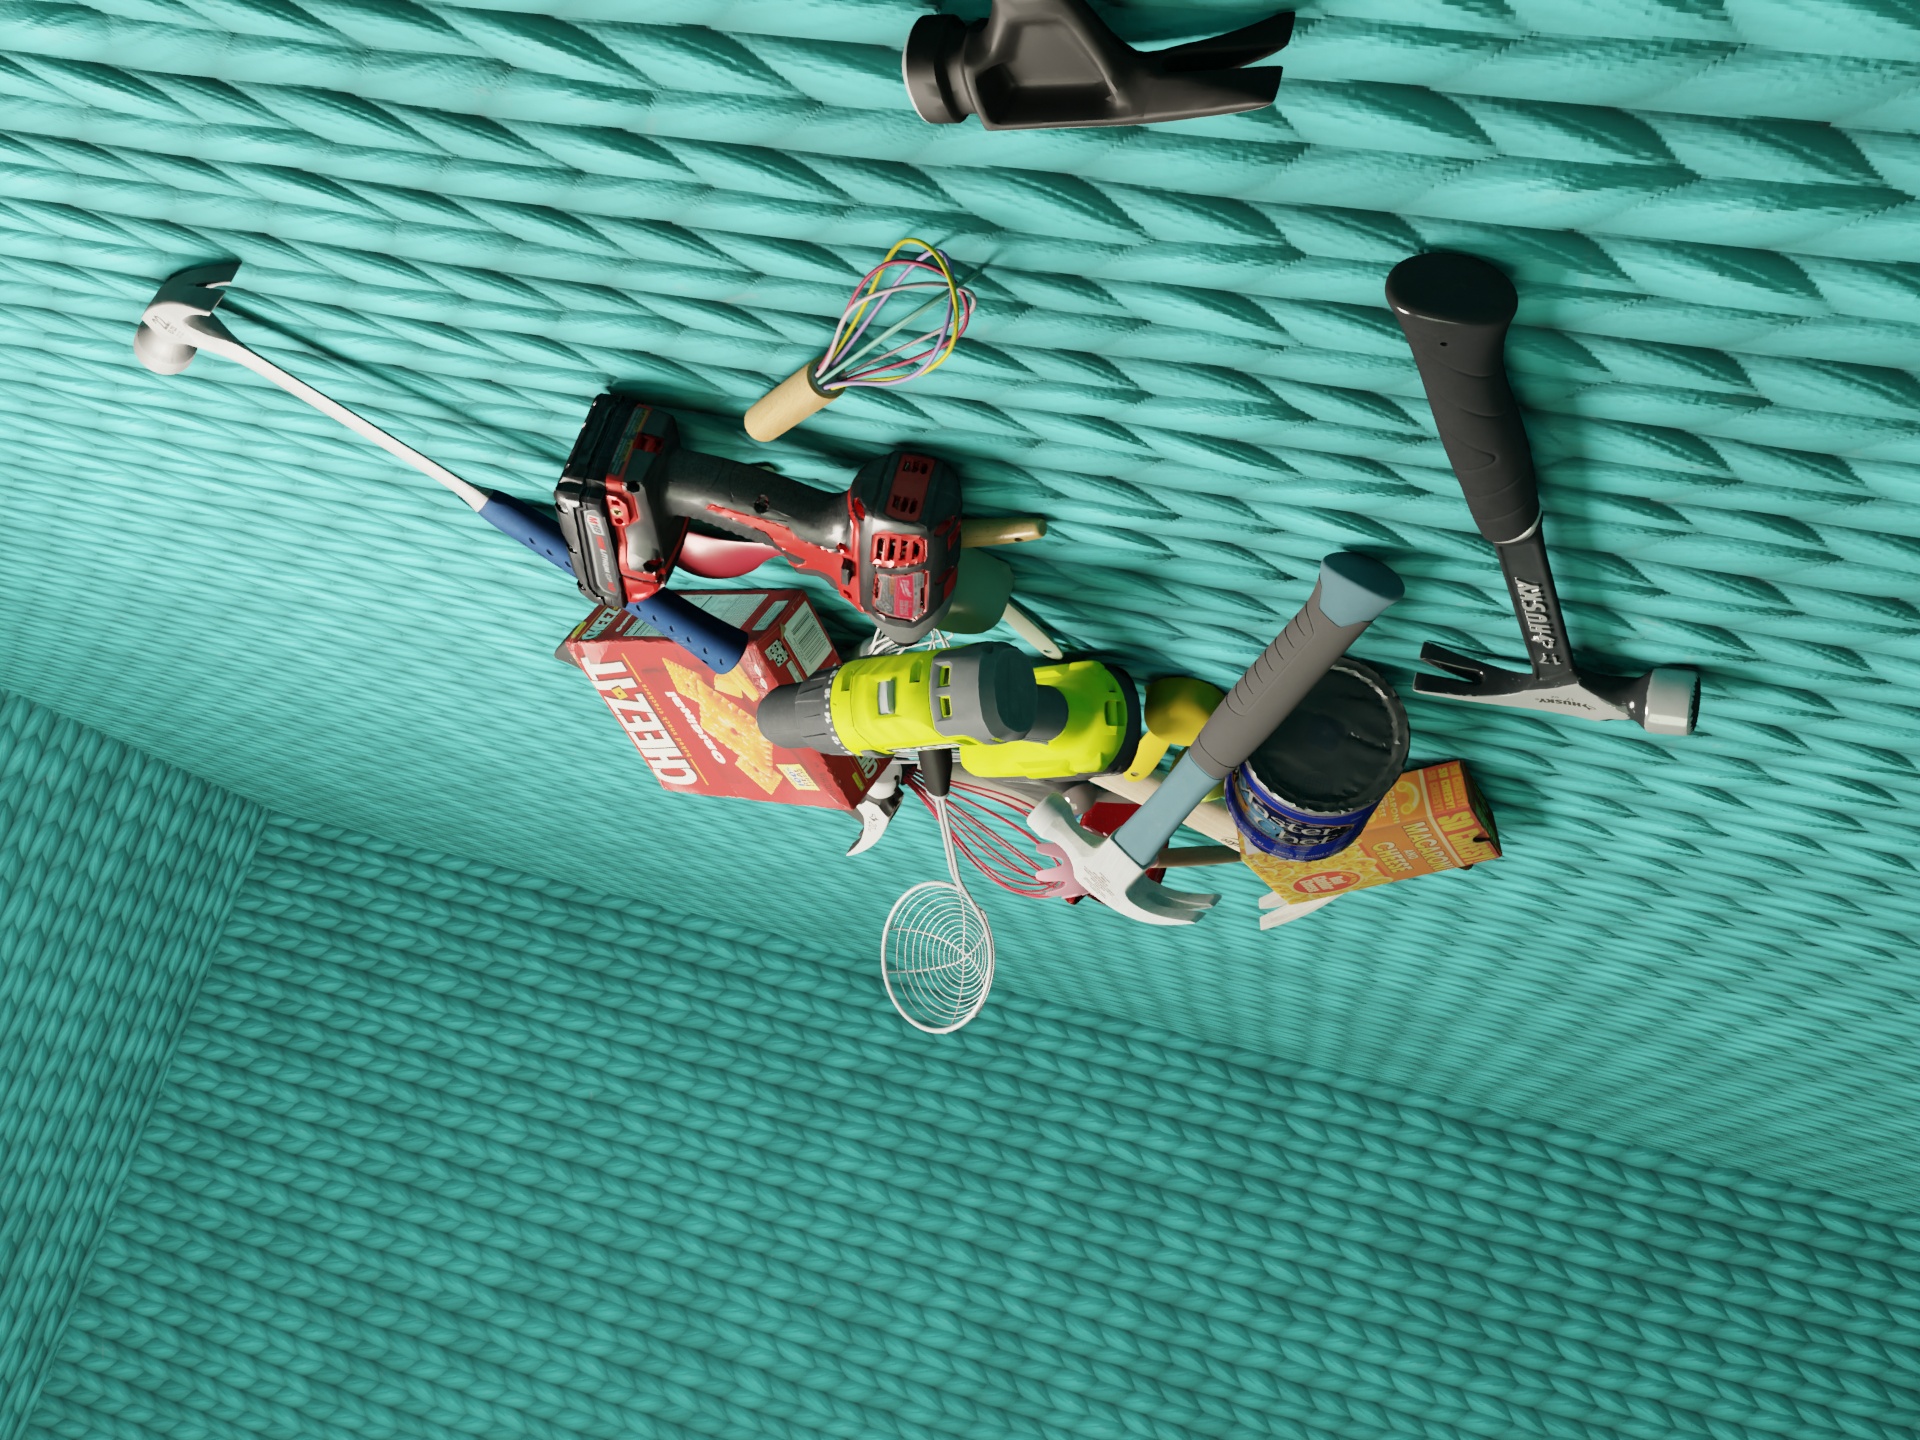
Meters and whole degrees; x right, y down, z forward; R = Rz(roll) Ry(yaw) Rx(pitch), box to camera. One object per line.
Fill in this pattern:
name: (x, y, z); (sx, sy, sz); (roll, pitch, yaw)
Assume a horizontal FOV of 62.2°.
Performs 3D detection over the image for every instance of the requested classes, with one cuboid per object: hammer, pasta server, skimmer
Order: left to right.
hammer: (-0.304, -0.143, 0.988); (0.405, 0.035, 0.144); (32, 158, -26)
hammer: (-0.202, 0.008, 1.359); (0.335, 0.035, 0.146); (27, 150, 9)
hammer: (-0.015, -0.264, 0.380); (0.127, 0.034, 0.336); (9, 163, 26)
skimmer: (-0.033, 0.110, 1.260); (0.127, 0.090, 0.362); (40, 152, 36)
hammer: (0.150, 0.060, 1.270); (0.410, 0.038, 0.146); (26, 137, -24)
pasta server: (0.171, 0.117, 1.364); (0.040, 0.060, 0.316); (-1, 178, 38)
hammer: (0.152, 0.015, 0.940); (0.128, 0.033, 0.330); (45, 139, 11)
hammer: (0.255, -0.085, 0.742); (0.149, 0.036, 0.408); (8, 162, 30)

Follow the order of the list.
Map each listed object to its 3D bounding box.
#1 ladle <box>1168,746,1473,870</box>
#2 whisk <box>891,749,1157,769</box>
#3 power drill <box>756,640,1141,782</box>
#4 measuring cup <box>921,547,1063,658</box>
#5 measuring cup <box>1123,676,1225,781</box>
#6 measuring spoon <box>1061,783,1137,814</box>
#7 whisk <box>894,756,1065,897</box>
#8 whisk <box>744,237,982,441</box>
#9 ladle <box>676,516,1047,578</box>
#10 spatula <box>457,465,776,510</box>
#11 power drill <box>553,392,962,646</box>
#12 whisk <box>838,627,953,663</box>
ladle: (0.291, 0.079, 1.240); (0.320, 0.062, 0.078); (22, 166, -30)
whisk: (0.034, 0.020, 1.279); (0.284, 0.070, 0.070); (12, 166, -15)
power drill: (-0.002, -0.003, 1.045); (0.190, 0.080, 0.228); (-6, 172, 34)
measuring cup: (0.018, -0.063, 1.033); (0.083, 0.038, 0.167); (3, 158, 38)
measuring cup: (0.145, 0.019, 1.150); (0.062, 0.029, 0.156); (16, 149, -5)
measuring spoon: (0.136, 0.069, 1.347); (0.124, 0.018, 0.034); (1, 142, -35)
whisk: (-0.027, 0.055, 1.341); (0.296, 0.073, 0.073); (33, 169, 16)
whisk: (-0.055, -0.171, 0.747); (0.047, 0.051, 0.245); (44, 160, -17)
ladle: (-0.078, -0.111, 0.993); (0.315, 0.031, 0.069); (1, 163, 37)
spatula: (-0.224, -0.139, 1.042); (0.317, 0.044, 0.082); (-7, 153, 43)
power drill: (-0.108, -0.104, 0.910); (0.219, 0.079, 0.143); (11, 149, 4)
whisk: (-0.060, -0.051, 1.157); (0.059, 0.058, 0.246); (54, 159, -7)
